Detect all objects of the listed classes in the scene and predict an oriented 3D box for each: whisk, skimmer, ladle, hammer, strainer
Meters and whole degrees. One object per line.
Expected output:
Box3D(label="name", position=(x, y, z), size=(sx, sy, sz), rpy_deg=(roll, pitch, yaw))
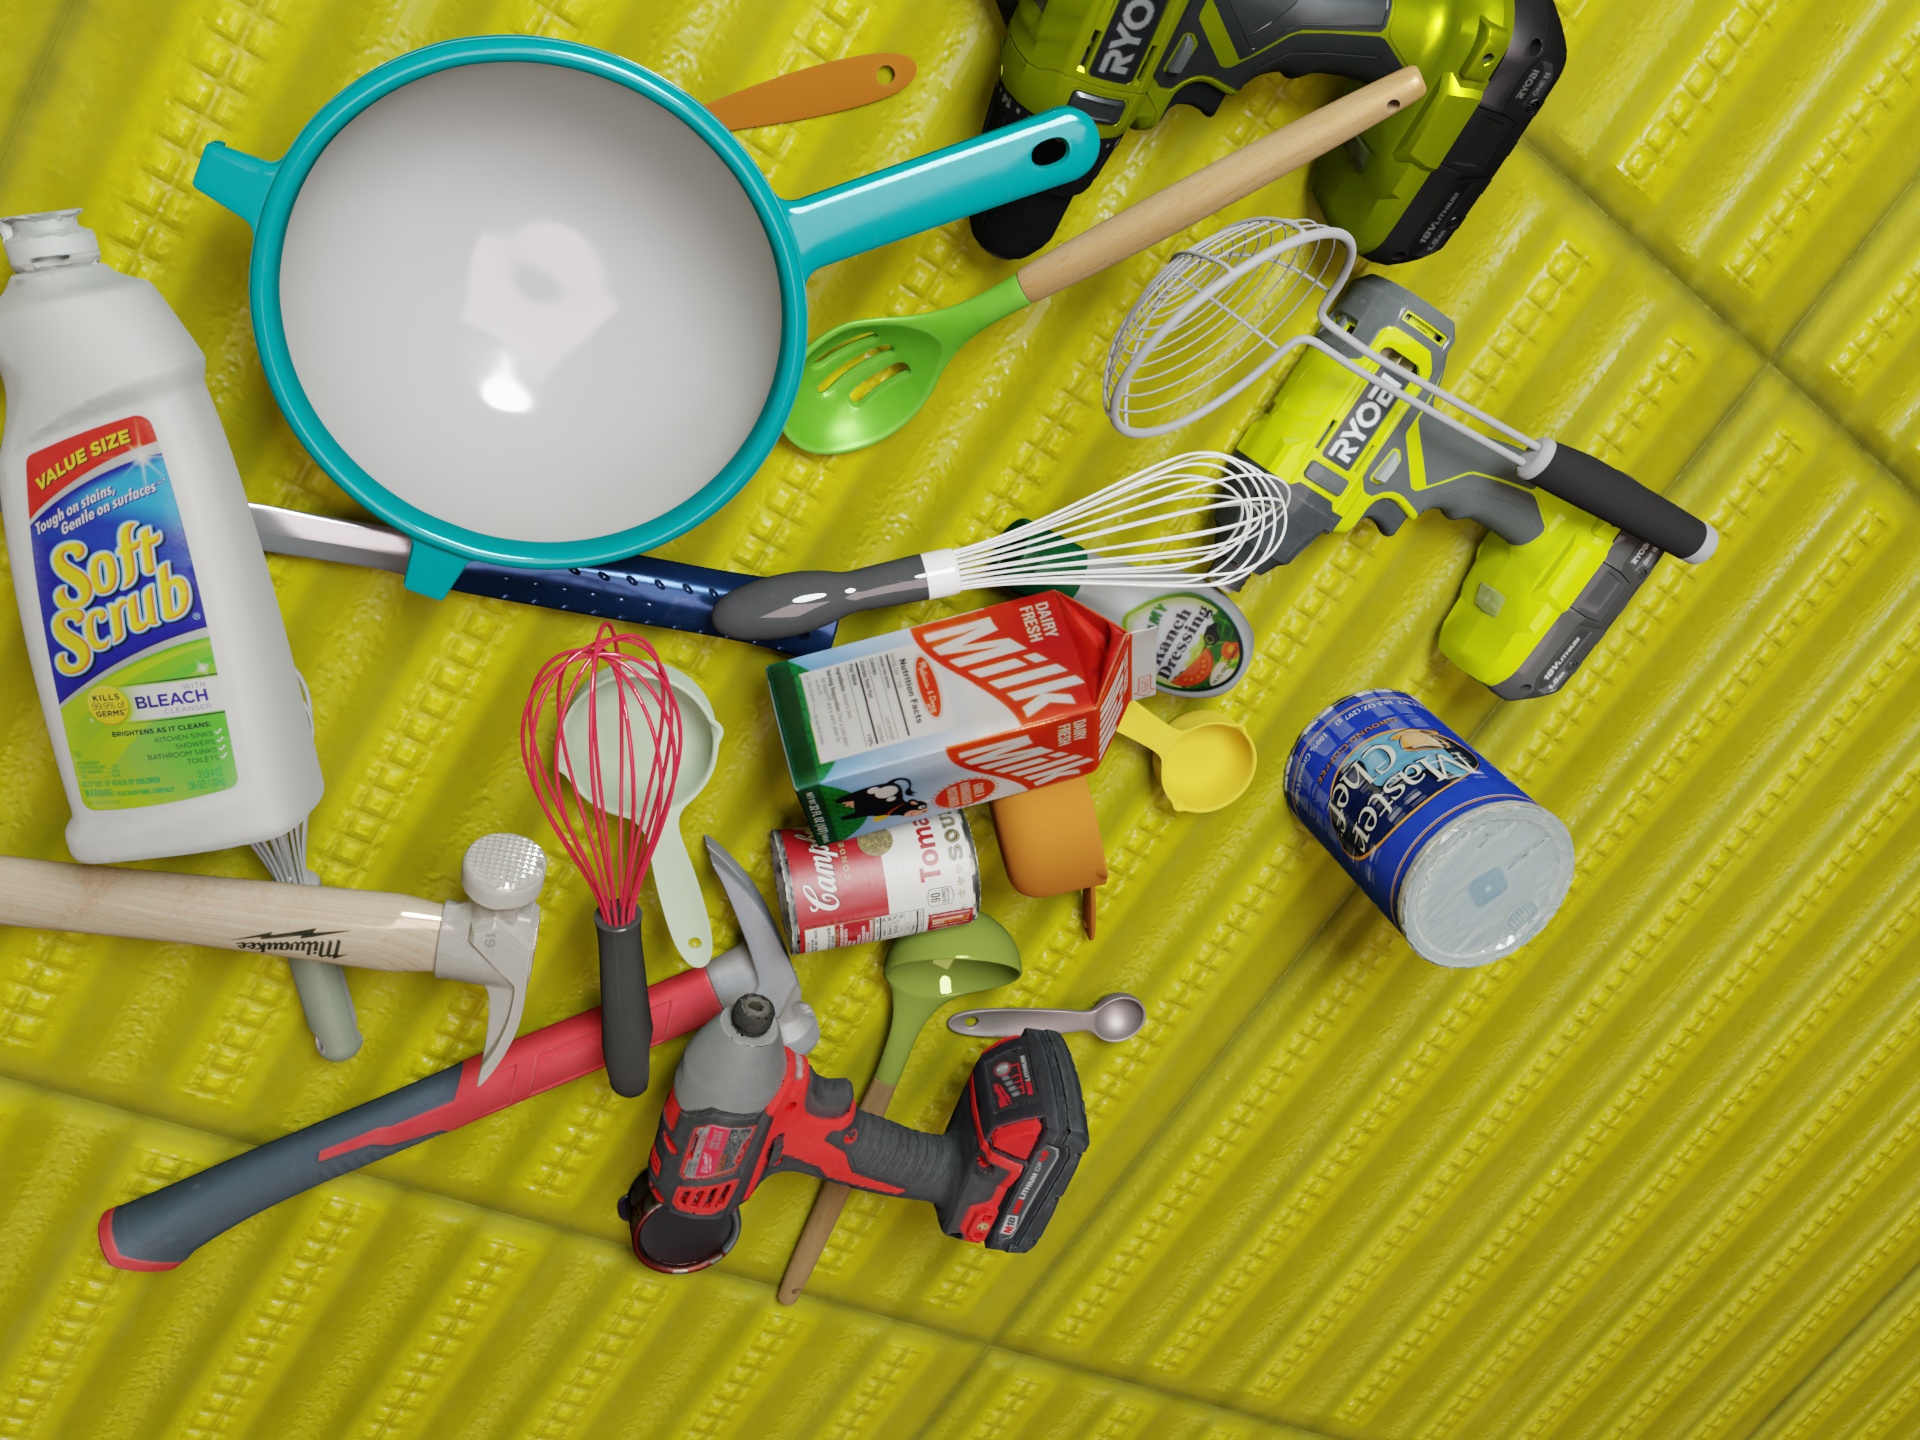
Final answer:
Box3D(label="whisk", position=(-0.167, 0.080, 0.767), size=(0.073, 0.073, 0.295), rpy_deg=(-6, 128, -15))
Box3D(label="skimmer", position=(0.230, -0.127, 0.744), size=(0.363, 0.090, 0.127), rpy_deg=(21, 137, -23))
Box3D(label="ladle", position=(-0.050, 0.241, 0.947), size=(0.078, 0.062, 0.320), rpy_deg=(12, 115, -25))
Box3D(label="hammer", position=(-0.277, 0.191, 0.856), size=(0.386, 0.038, 0.143), rpy_deg=(-22, 120, -6))
Box3D(label="whisk", position=(-0.326, 0.073, 0.774), size=(0.059, 0.058, 0.246), rpy_deg=(-22, 129, -30))
Box3D(label="strainer", position=(-0.113, -0.197, 0.660), size=(0.340, 0.095, 0.210), rpy_deg=(-20, 123, -3))
Box3D(label="whisk", position=(0.022, -0.076, 0.761), size=(0.284, 0.070, 0.070), rpy_deg=(-12, 120, -5))
Box3D(label="hammer", position=(-0.250, -0.081, 0.719), size=(0.405, 0.035, 0.144), rpy_deg=(8, 114, -22))
Box3D(label="hammer", position=(-0.405, 0.088, 0.727), size=(0.410, 0.038, 0.146), rpy_deg=(10, 127, -12))

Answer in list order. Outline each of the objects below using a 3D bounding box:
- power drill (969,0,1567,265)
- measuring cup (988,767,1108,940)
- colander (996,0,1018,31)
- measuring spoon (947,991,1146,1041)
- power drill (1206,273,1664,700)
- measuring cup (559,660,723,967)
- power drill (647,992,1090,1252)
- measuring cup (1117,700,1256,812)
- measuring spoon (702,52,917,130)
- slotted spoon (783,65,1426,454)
Box3D(label="power drill", position=(0.124, -0.272, 0.692), size=(0.228, 0.080, 0.190), rpy_deg=(3, 140, -24))
Box3D(label="measuring cup", position=(0.047, 0.078, 0.887), size=(0.052, 0.095, 0.173), rpy_deg=(-13, 139, -3))
Box3D(label="colander", position=(-0.034, -0.416, 0.591), size=(0.204, 0.095, 0.396), rpy_deg=(-33, 140, 1))
Box3D(label="measuring spoon", position=(0.052, 0.180, 0.974), size=(0.124, 0.018, 0.034), rpy_deg=(1, 117, -11))
Box3D(label="power drill", position=(0.248, -0.107, 0.847), size=(0.223, 0.080, 0.171), rpy_deg=(26, 106, -24))
Box3D(label="measuring cup", position=(-0.151, 0.047, 0.808), size=(0.083, 0.038, 0.167), rpy_deg=(-12, 114, -4))
Box3D(label="power drill", position=(-0.050, 0.215, 0.866), size=(0.219, 0.079, 0.143), rpy_deg=(11, 122, -16))
Box3D(label="measuring cup", position=(0.097, -0.002, 0.884), size=(0.156, 0.029, 0.062), rpy_deg=(31, 104, -22))
Box3D(label="measuring spoon", position=(-0.074, -0.269, 0.690), size=(0.117, 0.011, 0.021), rpy_deg=(-17, 121, -8))
Box3D(label="slotted spoon", position=(0.052, -0.201, 0.697), size=(0.314, 0.031, 0.070), rpy_deg=(-23, 144, 22))
